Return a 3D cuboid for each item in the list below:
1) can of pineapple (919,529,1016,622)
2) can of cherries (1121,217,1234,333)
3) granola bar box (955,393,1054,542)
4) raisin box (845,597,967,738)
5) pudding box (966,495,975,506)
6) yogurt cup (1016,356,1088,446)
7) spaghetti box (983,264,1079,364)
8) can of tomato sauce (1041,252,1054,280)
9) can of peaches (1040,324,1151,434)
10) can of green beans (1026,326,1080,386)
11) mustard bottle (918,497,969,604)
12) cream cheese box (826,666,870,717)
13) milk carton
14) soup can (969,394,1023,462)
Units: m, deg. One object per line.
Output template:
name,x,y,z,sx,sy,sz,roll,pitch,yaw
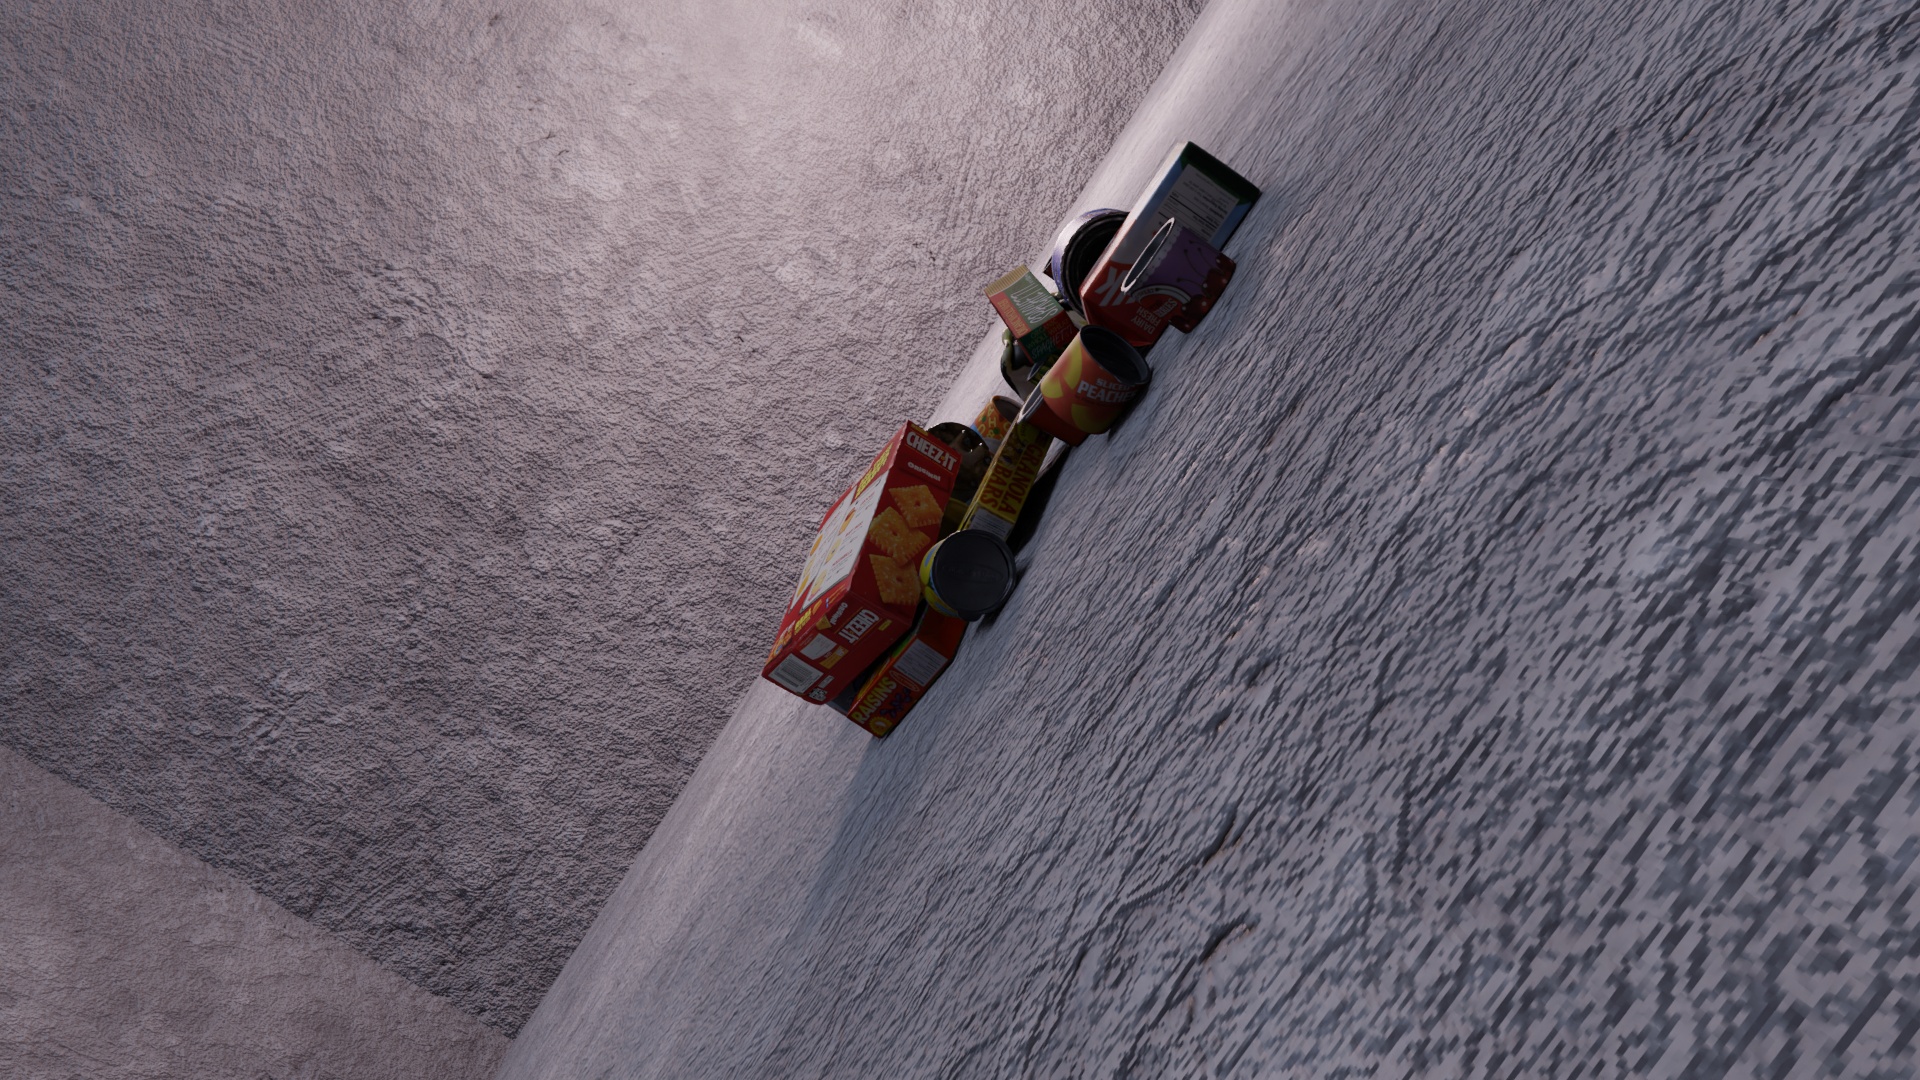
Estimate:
can of pineapple,0.004,0.028,1.076,0.071,0.071,0.058,-58,7,-12
can of cherries,0.162,-0.196,1.039,0.071,0.058,0.071,-55,8,11
granola bar box,0.031,-0.034,1.214,0.123,0.039,0.166,-62,1,43
raisin box,-0.041,0.099,1.174,0.122,0.040,0.086,-50,10,36
pudding box,0.005,-0.018,1.424,0.049,0.030,0.084,-52,8,24
yogurt cup,0.091,-0.117,1.185,0.072,0.054,0.072,-55,7,10
spaghetti box,0.063,-0.215,1.298,0.050,0.028,0.251,-32,20,6
can of tomato sauce,0.144,-0.305,1.552,0.071,0.083,0.071,-55,7,11
can of peaches,0.104,-0.122,1.074,0.057,0.071,0.071,-52,8,34
can of green beans,0.103,-0.157,1.269,0.071,0.058,0.071,-55,7,10
mustard bottle,-0.033,0.032,1.338,0.159,0.065,0.049,-58,11,31
cream cheese box,-0.074,0.117,1.263,0.104,0.053,0.024,-59,5,-19
milk carton,0.159,-0.231,1.156,0.190,0.073,0.072,-55,7,12
soup can,0.036,-0.096,1.423,0.083,0.071,0.072,-53,8,27
